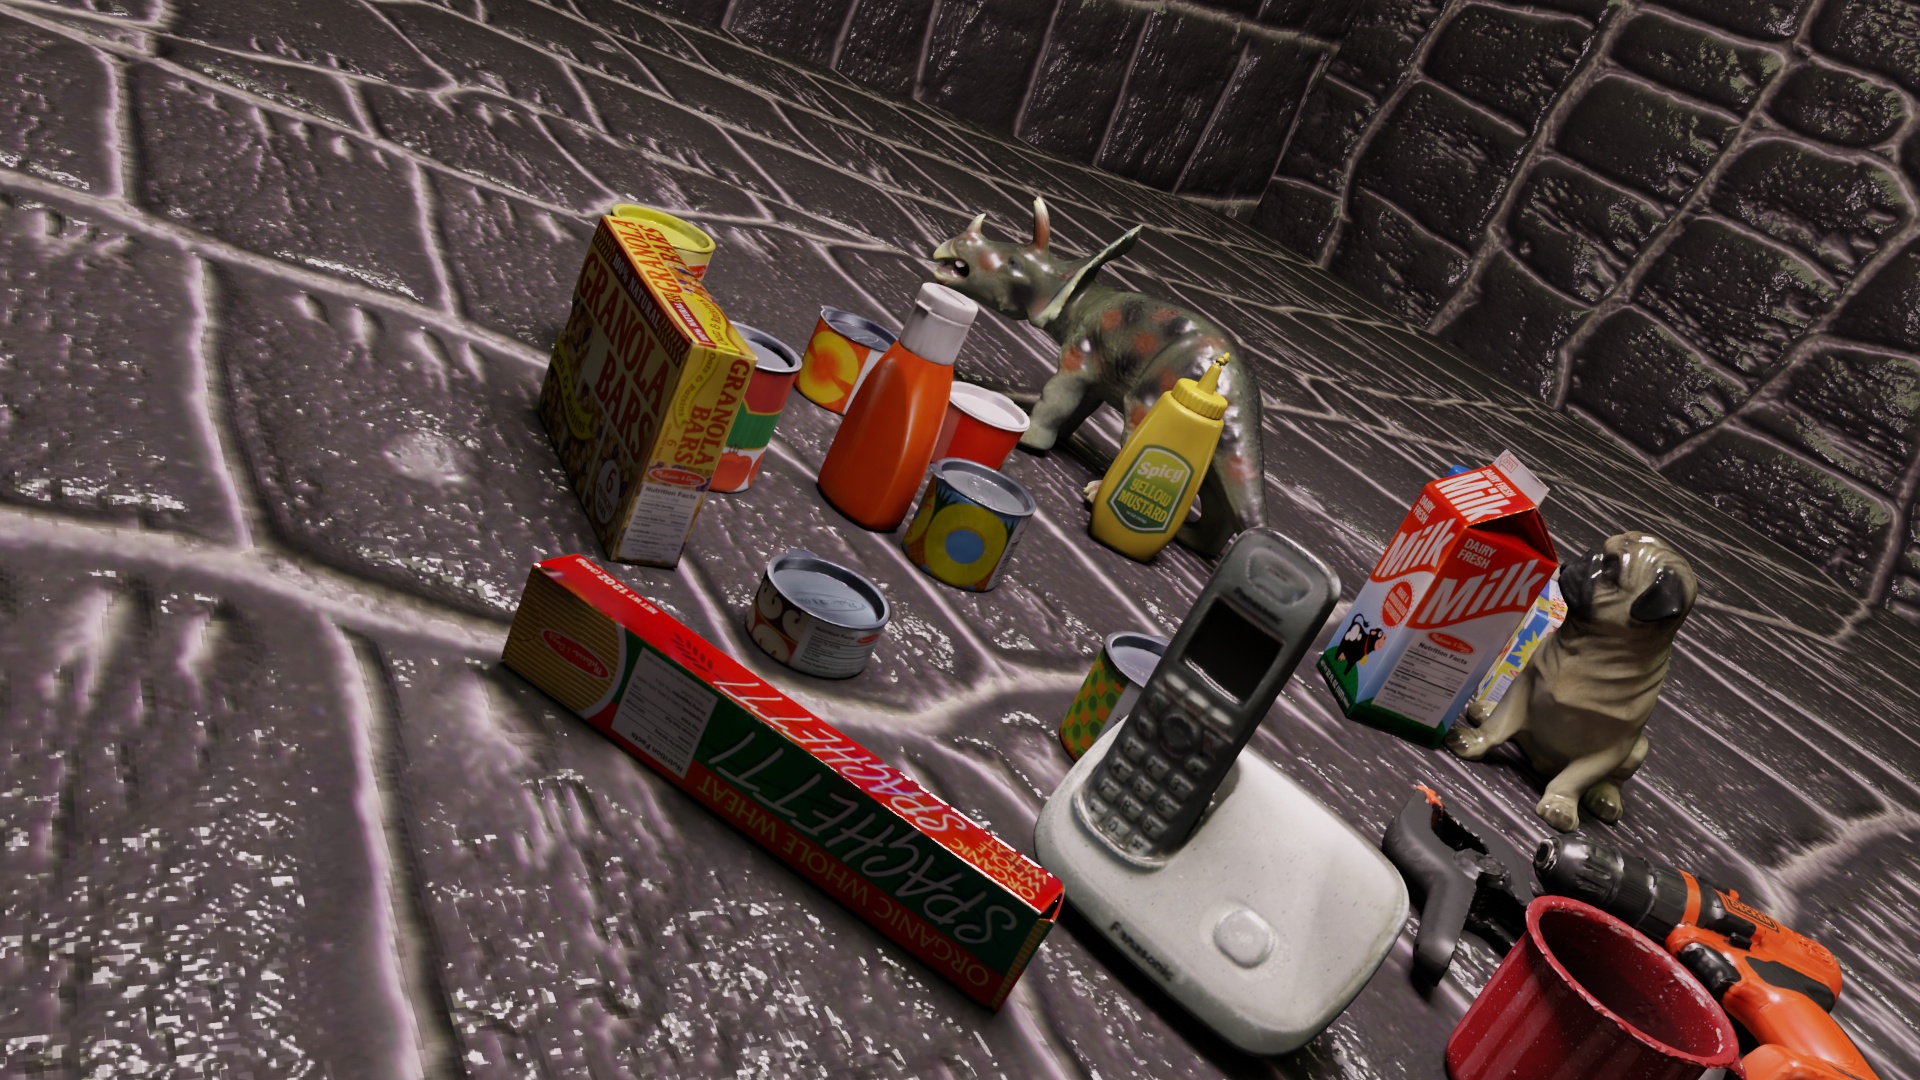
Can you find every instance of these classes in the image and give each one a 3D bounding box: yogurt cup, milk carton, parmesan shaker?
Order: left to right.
[{"bbox_3d":[-0.206,-0.152,0.880,0.071,0.102,0.071,22,22,-9],"label":"parmesan shaker"},{"bbox_3d":[0.009,-0.076,1.009,0.072,0.053,0.073,22,22,-9],"label":"yogurt cup"},{"bbox_3d":[0.320,0.034,0.913,0.073,0.189,0.072,21,22,-12],"label":"milk carton"}]

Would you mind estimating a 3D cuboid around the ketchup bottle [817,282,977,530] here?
[{"bbox_3d":[-0.036,-0.083,0.846,0.043,0.148,0.065,0,33,-48],"label":"ketchup bottle"}]

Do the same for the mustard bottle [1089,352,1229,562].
[{"bbox_3d":[0.149,-0.064,0.988,0.065,0.159,0.049,26,21,1],"label":"mustard bottle"}]

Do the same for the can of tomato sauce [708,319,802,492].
[{"bbox_3d":[-0.140,-0.079,0.813,0.071,0.082,0.071,22,22,-9],"label":"can of tomato sauce"}]

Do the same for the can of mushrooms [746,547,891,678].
[{"bbox_3d":[-0.072,0.036,0.694,0.071,0.033,0.071,22,22,-9],"label":"can of mushrooms"}]

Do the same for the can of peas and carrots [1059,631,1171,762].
[{"bbox_3d":[0.092,0.088,0.720,0.071,0.058,0.071,22,22,-9],"label":"can of peas and carrots"}]

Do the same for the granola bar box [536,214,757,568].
[{"bbox_3d":[-0.171,-0.082,0.731,0.039,0.123,0.166,9,27,-36],"label":"granola bar box"}]

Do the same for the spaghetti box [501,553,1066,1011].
[{"bbox_3d":[-0.074,0.090,0.546,0.250,0.050,0.029,32,22,15],"label":"spaghetti box"}]

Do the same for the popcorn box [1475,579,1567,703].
[{"bbox_3d":[0.441,0.083,1.075,0.038,0.085,0.127,31,22,14],"label":"popcorn box"}]

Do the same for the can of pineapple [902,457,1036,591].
[{"bbox_3d":[0.003,-0.011,0.848,0.071,0.057,0.071,22,22,-9],"label":"can of pineapple"}]

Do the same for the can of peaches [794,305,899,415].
[{"bbox_3d":[-0.085,-0.132,1.026,0.071,0.057,0.071,22,22,-9],"label":"can of peaches"}]

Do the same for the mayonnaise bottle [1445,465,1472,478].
[{"bbox_3d":[0.347,0.015,1.042,0.065,0.147,0.041,2,31,-46],"label":"mayonnaise bottle"}]
